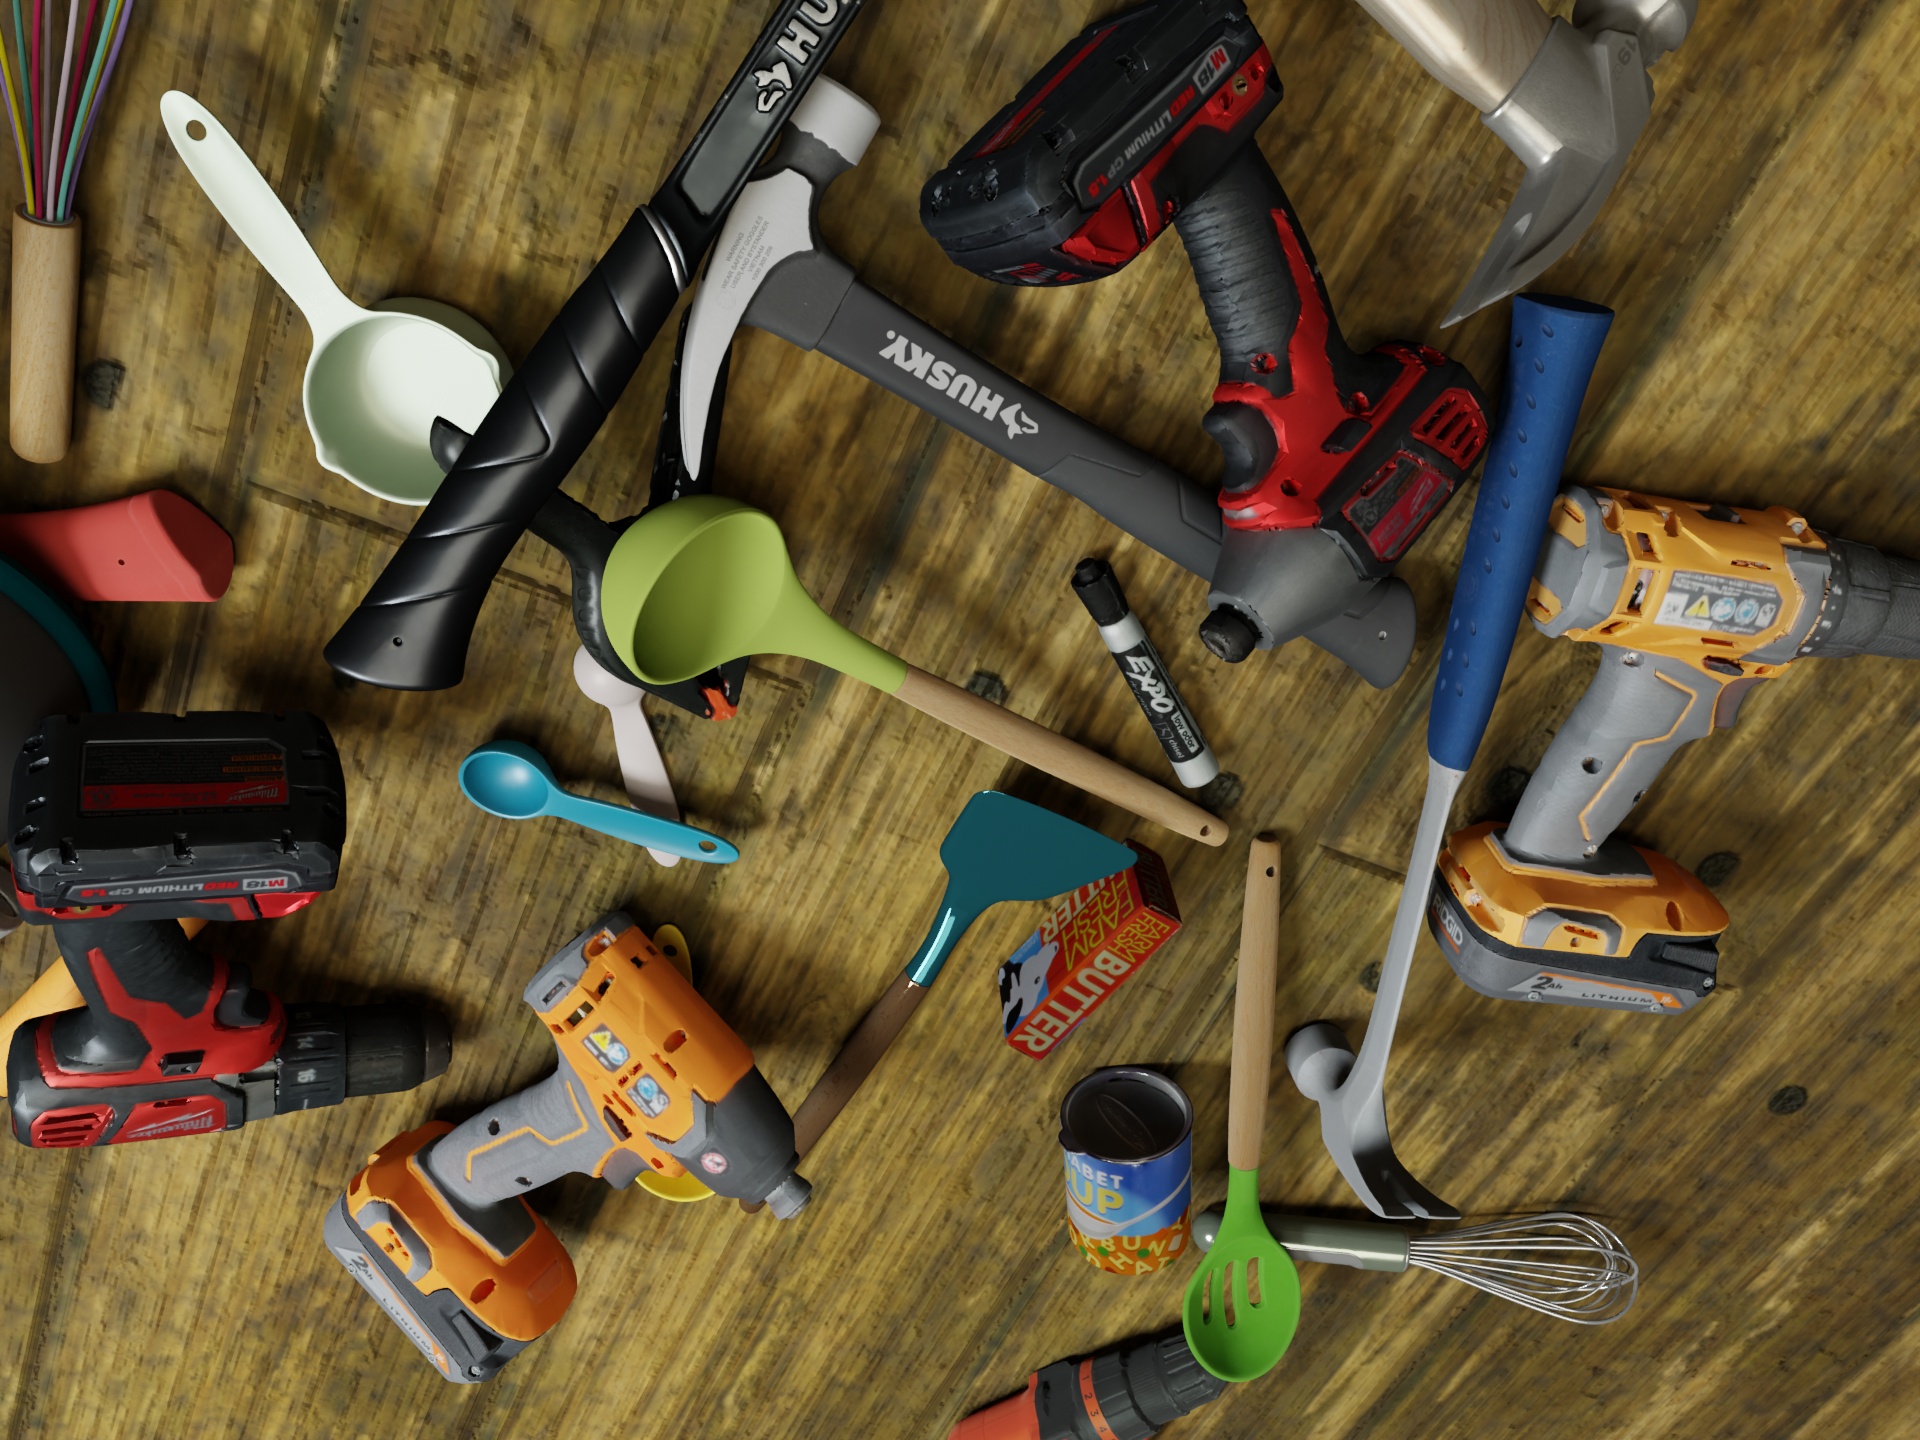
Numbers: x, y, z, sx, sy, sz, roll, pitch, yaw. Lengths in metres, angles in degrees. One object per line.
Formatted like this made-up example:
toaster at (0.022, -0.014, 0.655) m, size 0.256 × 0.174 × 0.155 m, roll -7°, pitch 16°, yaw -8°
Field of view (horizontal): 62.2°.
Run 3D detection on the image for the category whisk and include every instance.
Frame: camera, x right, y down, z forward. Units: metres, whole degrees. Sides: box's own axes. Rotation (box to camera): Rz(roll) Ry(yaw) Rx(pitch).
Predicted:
whisk at (0.249, 0.291, 0.870) m, size 0.246 × 0.059 × 0.057 m, roll 6°, pitch 148°, yaw -1°
whisk at (-0.319, -0.200, 0.565) m, size 0.051 × 0.047 × 0.244 m, roll 23°, pitch 122°, yaw -1°

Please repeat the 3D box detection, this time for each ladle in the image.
ladle at (-0.001, -0.002, 0.655) m, size 0.320 × 0.062 × 0.078 m, roll 26°, pitch 105°, yaw -29°

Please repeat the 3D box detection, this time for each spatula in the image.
spatula at (-0.034, 0.149, 0.776) m, size 0.082 × 0.044 × 0.317 m, roll 24°, pitch 118°, yaw -19°

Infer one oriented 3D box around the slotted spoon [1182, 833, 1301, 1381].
slotted spoon at (0.146, 0.201, 0.802) m, size 0.070 × 0.031 × 0.313 m, roll -8°, pitch 113°, yaw -18°

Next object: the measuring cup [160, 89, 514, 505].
measuring cup at (-0.231, -0.159, 0.593) m, size 0.083 × 0.038 × 0.167 m, roll -27°, pitch 116°, yaw 13°

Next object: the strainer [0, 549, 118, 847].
strainer at (-0.421, -0.030, 0.568) m, size 0.211 × 0.095 × 0.340 m, roll 15°, pitch 137°, yaw -23°

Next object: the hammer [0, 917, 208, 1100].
hammer at (-0.449, 0.160, 0.774) m, size 0.337 × 0.034 × 0.127 m, roll -39°, pitch 114°, yaw 19°

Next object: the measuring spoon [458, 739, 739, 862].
measuring spoon at (-0.160, 0.036, 0.716) m, size 0.128 × 0.021 × 0.042 m, roll 19°, pitch 132°, yaw -11°

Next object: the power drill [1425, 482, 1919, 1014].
power drill at (0.317, 0.015, 0.692) m, size 0.185 × 0.084 × 0.226 m, roll 6°, pitch 116°, yaw -8°

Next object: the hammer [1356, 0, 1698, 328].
hammer at (0.047, -0.293, 0.474) m, size 0.410 × 0.038 × 0.146 m, roll 36°, pitch 71°, yaw -12°

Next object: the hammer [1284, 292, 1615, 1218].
hammer at (0.209, 0.028, 0.678) m, size 0.035 × 0.144 × 0.405 m, roll 3°, pitch 114°, yaw -8°

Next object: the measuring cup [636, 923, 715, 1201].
measuring cup at (-0.141, 0.169, 0.800) m, size 0.062 × 0.029 × 0.156 m, roll 2°, pitch 109°, yaw 4°

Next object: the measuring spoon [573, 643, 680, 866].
measuring spoon at (-0.144, 0.019, 0.710) m, size 0.034 × 0.018 × 0.124 m, roll -8°, pitch 121°, yaw 3°

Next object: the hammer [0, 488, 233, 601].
hammer at (-0.480, -0.059, 0.642) m, size 0.359 × 0.037 × 0.149 m, roll 1°, pitch 121°, yaw -2°

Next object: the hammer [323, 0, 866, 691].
hammer at (-0.093, -0.178, 0.532) m, size 0.149 × 0.036 × 0.409 m, roll 34°, pitch 99°, yaw -16°

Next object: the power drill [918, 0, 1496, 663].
power drill at (0.094, -0.132, 0.570) m, size 0.143 × 0.079 × 0.219 m, roll -48°, pitch 117°, yaw -13°

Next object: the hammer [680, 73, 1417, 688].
hammer at (0.048, -0.096, 0.627) m, size 0.334 × 0.035 × 0.146 m, roll 27°, pitch 99°, yaw -20°

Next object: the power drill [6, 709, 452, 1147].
power drill at (-0.312, 0.102, 0.692) m, size 0.187 × 0.080 × 0.226 m, roll -1°, pitch 134°, yaw -26°

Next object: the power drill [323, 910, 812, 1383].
power drill at (-0.184, 0.219, 0.767) m, size 0.164 × 0.084 × 0.226 m, roll 47°, pitch 110°, yaw 2°
